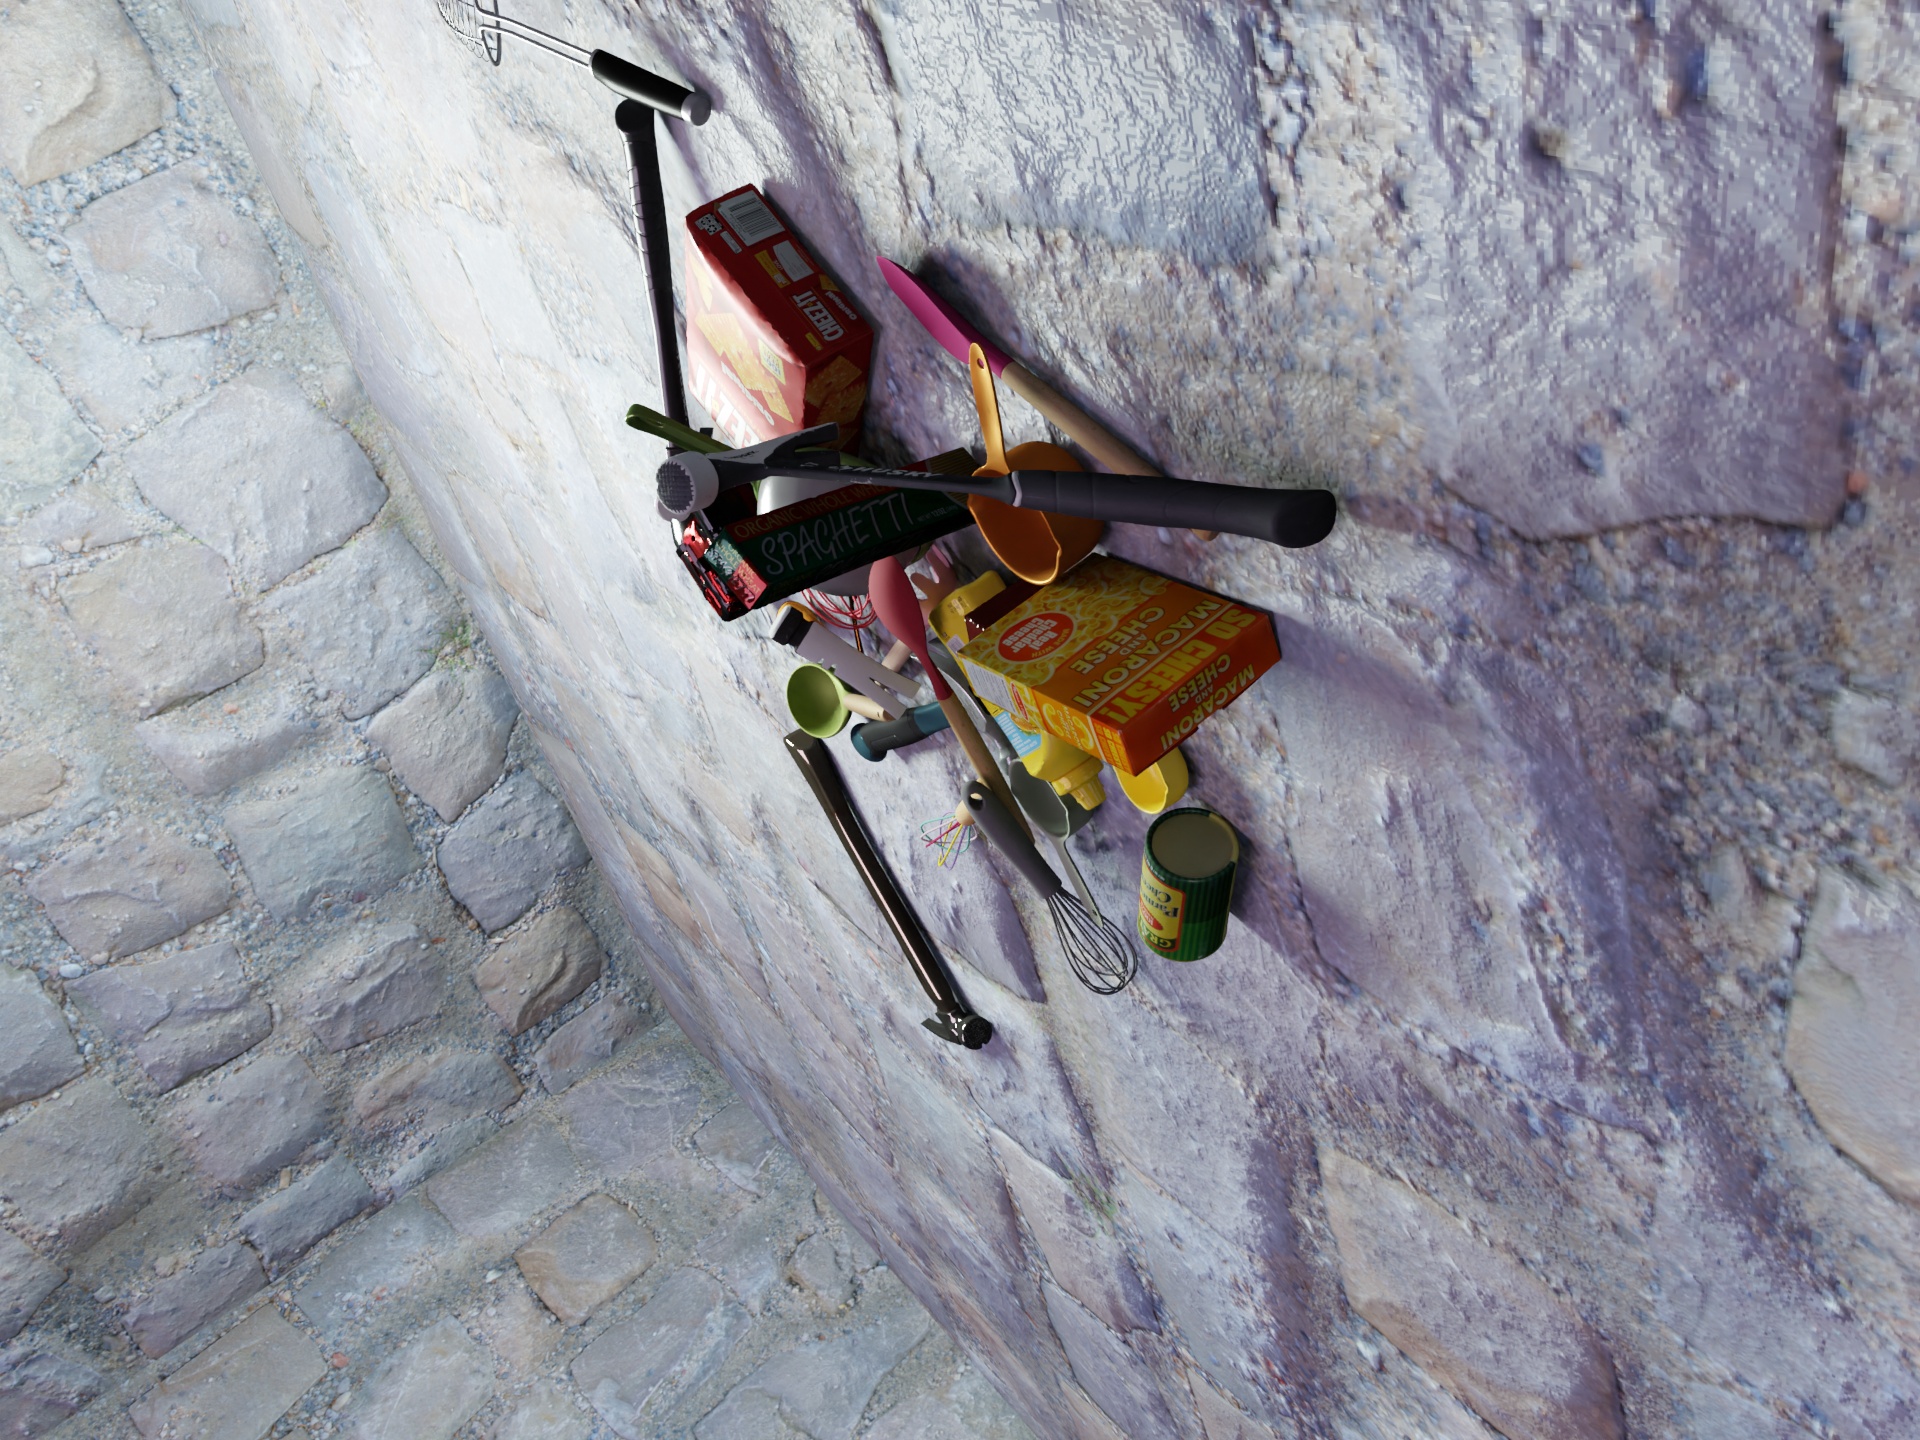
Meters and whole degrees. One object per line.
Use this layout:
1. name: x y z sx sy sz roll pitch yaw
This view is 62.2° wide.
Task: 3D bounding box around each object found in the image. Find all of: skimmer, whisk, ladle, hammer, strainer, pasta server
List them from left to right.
1. skimmer: -0.308 -0.556 1.279 0.363 0.090 0.127 33 145 27
2. hammer: -0.252 -0.349 1.346 0.146 0.035 0.334 -90 -3 -59
3. strainer: -0.148 -0.164 1.236 0.256 0.069 0.151 24 154 -14
4. whisk: -0.151 -0.210 1.376 0.296 0.073 0.073 61 159 5
5. hammer: -0.121 -0.070 1.413 0.127 0.034 0.337 32 -178 -14
6. ladle: -0.109 -0.013 1.472 0.320 0.062 0.078 -164 58 -75
7. hammer: -0.095 0.192 1.824 0.410 0.038 0.146 62 159 -9
8. pasta server: -0.051 -0.072 1.372 0.040 0.060 0.316 35 161 -3
9. hammer: -0.036 0.003 1.447 0.128 0.033 0.331 59 158 -5
10. ladle: -0.002 -0.004 1.261 0.069 0.031 0.315 41 165 51
11. whisk: 0.002 0.086 1.446 0.051 0.047 0.245 45 161 5
12. hammer: 0.020 -0.137 0.933 0.409 0.149 0.036 11 114 32
13. whisk: 0.072 0.141 1.326 0.238 0.055 0.055 52 161 -19

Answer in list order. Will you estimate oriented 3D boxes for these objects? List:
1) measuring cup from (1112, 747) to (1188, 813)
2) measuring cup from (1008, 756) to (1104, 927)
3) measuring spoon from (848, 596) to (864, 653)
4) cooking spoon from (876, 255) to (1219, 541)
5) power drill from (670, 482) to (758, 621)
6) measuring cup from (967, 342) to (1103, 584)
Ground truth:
1. measuring cup: 0.129 -0.010 1.104 0.062 0.029 0.156 24 129 54
2. measuring cup: 0.094 0.093 1.289 0.083 0.038 0.167 16 136 59
3. measuring spoon: -0.090 -0.076 1.464 0.021 0.011 0.116 -120 19 -60
4. cooking spoon: 0.048 -0.207 1.003 0.319 0.017 0.068 45 174 28
5. power drill: -0.232 -0.183 1.563 0.143 0.078 0.219 59 161 -3
6. measuring cup: 0.044 -0.171 1.014 0.095 0.052 0.173 32 147 44
